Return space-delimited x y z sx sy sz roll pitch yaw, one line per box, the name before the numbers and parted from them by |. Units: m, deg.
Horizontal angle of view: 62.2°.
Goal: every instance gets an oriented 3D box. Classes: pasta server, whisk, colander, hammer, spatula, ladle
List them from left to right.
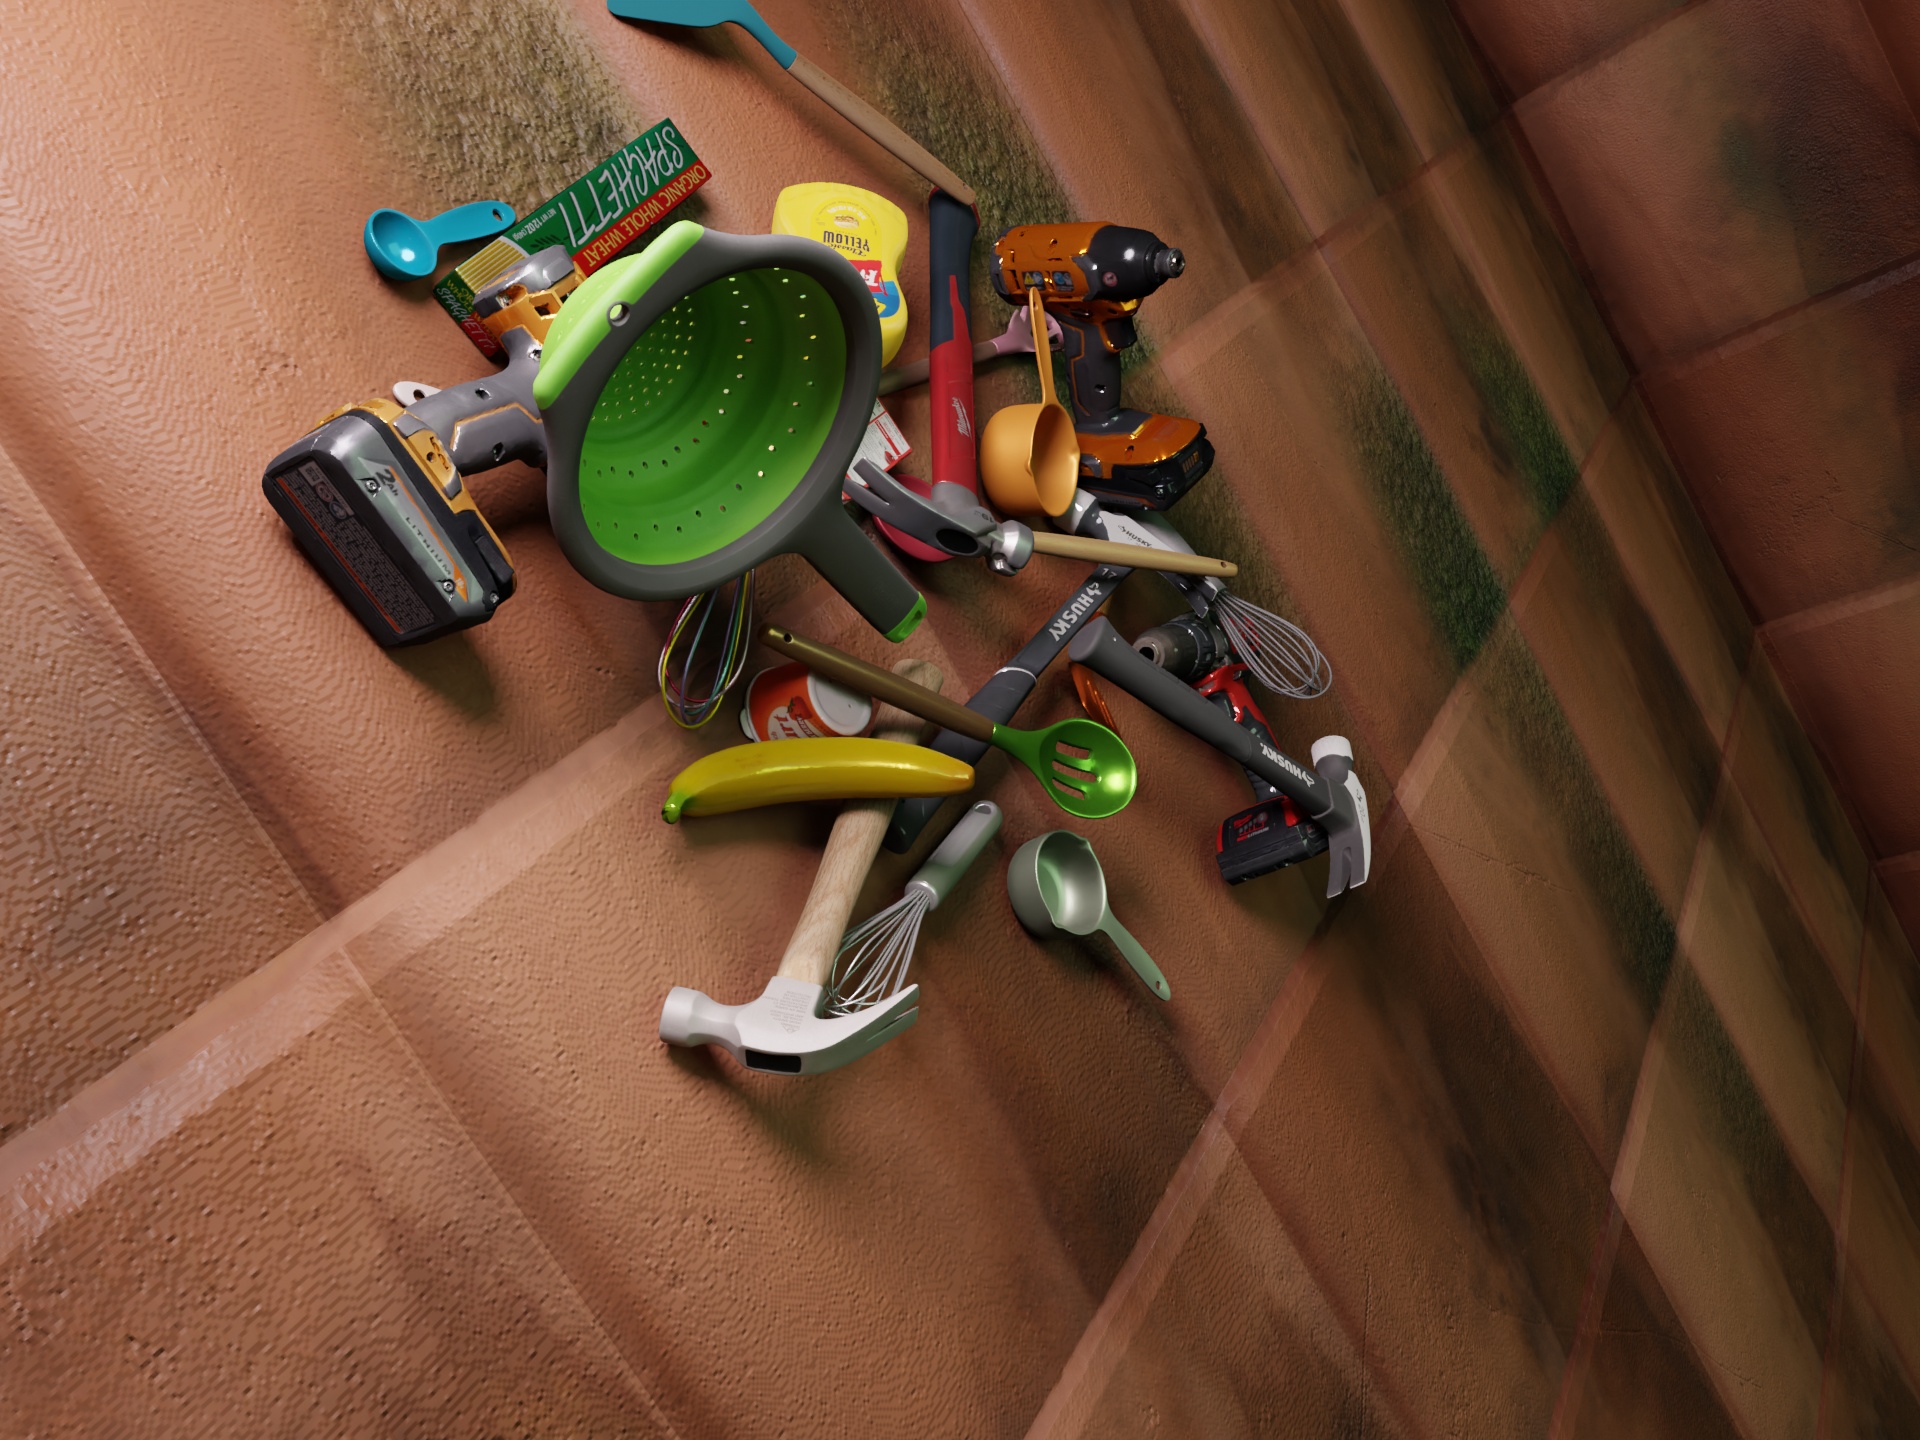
whisk | -0.134 -0.109 0.966 0.047 0.051 0.245 23 68 -23
colander | -0.119 -0.143 0.883 0.095 0.204 0.396 41 -2 27
spatula | -0.113 -0.471 1.185 0.317 0.044 0.082 27 53 -35
hammer | -0.062 0.075 0.963 0.332 0.130 0.031 -71 169 -46
whisk | -0.029 0.116 1.015 0.246 0.058 0.059 -47 143 -53
hammer | -0.019 -0.280 1.177 0.143 0.038 0.387 23 47 -29
pasta server | 0.013 -0.295 1.264 0.060 0.040 0.316 51 40 6
hammer | 0.053 -0.036 1.152 0.149 0.036 0.409 32 46 10
ladle | 0.074 -0.132 1.190 0.315 0.031 0.069 6 65 -25
spatula | 0.125 -0.103 1.295 0.080 0.041 0.323 51 39 -38
whisk | 0.209 -0.103 1.290 0.239 0.055 0.055 49 35 19
hammer | 0.201 0.016 1.190 0.334 0.035 0.146 31 43 -35

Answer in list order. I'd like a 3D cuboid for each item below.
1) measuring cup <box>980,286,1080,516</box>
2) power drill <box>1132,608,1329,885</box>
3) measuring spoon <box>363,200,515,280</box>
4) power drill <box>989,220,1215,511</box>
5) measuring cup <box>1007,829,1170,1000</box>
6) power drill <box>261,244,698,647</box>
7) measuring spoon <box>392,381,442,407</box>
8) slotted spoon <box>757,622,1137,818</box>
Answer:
measuring cup | 0.046 -0.242 1.226 0.095 0.052 0.173 -29 115 -58
power drill | 0.222 0.015 1.310 0.188 0.080 0.227 -9 76 -59
measuring spoon | -0.301 -0.280 0.921 0.042 0.021 0.129 56 31 -11
power drill | 0.124 -0.279 1.240 0.084 0.164 0.226 -44 128 -31
measuring cup | 0.093 0.150 1.143 0.167 0.038 0.083 49 42 -24
power drill | -0.234 -0.130 0.857 0.185 0.084 0.226 58 42 -23
measuring spoon | -0.262 -0.170 0.905 0.124 0.018 0.034 16 61 -44
slotted spoon | -0.002 -0.003 1.025 0.313 0.031 0.070 23 67 -37
